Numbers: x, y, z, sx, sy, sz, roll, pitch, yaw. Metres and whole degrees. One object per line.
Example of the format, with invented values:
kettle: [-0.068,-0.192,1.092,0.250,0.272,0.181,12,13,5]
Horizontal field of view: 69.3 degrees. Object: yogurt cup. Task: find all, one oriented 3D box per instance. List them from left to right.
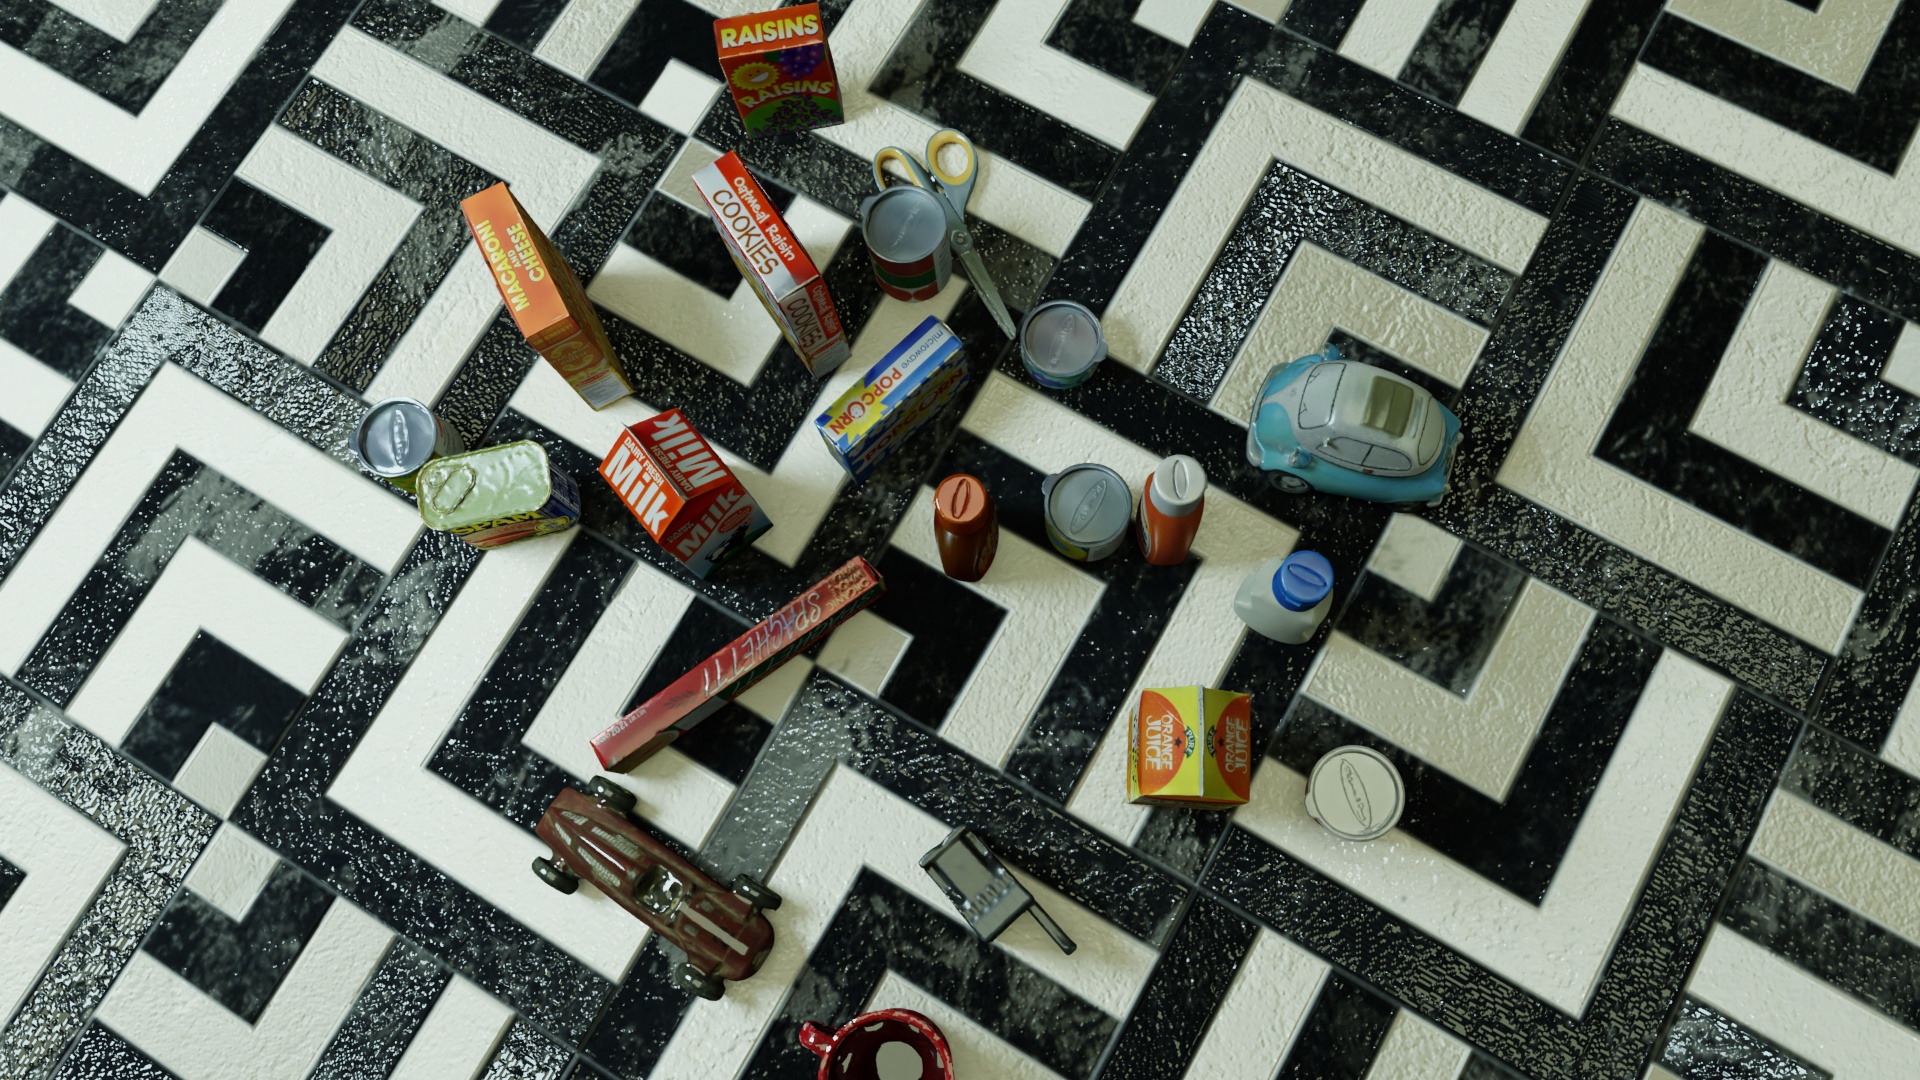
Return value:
yogurt cup: [0.283,0.185,1.012,0.072,0.054,0.072,-1,77,3]

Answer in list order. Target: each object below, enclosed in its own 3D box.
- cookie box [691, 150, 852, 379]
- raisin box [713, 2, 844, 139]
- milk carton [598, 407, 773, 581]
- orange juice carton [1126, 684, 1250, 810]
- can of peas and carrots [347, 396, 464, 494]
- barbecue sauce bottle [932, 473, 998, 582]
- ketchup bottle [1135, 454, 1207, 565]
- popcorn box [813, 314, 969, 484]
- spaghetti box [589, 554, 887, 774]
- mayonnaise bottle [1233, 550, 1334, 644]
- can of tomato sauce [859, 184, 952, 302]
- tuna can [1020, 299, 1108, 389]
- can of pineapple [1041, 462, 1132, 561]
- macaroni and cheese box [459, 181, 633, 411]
cookie box: [-0.141,-0.208,1.071,0.040,0.167,0.123,-34,77,-5]
raisin box: [-0.145,-0.382,1.136,0.086,0.123,0.040,-9,77,1]
milk carton: [-0.202,-0.035,1.020,0.073,0.190,0.072,-40,78,-6]
orange juice carton: [0.156,0.145,0.957,0.073,0.192,0.072,3,77,4]
can of peas and carrots: [-0.441,-0.074,1.110,0.071,0.058,0.071,-1,77,3]
barbecue sauce bottle: [0.004,-0.013,1.026,0.044,0.148,0.065,13,78,6]
ketchup bottle: [0.155,-0.026,1.021,0.043,0.148,0.065,-4,77,2]
popcorn box: [-0.051,-0.109,1.084,0.127,0.085,0.038,-43,78,-7]
spaghetti box: [-0.166,0.095,1.060,0.250,0.050,0.029,-35,78,-5]
mayonnaise bottle: [0.237,0.040,1.001,0.065,0.148,0.041,28,80,9]
can of tomato sauce: [-0.043,-0.237,1.116,0.071,0.083,0.071,-1,77,3]
tuna can: [0.084,-0.156,1.115,0.071,0.032,0.071,-1,77,3]
can of pineapple: [0.097,-0.022,1.070,0.071,0.057,0.071,-1,77,3]
macaroni and cheese box: [-0.317,-0.183,1.075,0.040,0.166,0.124,-28,77,-3]
